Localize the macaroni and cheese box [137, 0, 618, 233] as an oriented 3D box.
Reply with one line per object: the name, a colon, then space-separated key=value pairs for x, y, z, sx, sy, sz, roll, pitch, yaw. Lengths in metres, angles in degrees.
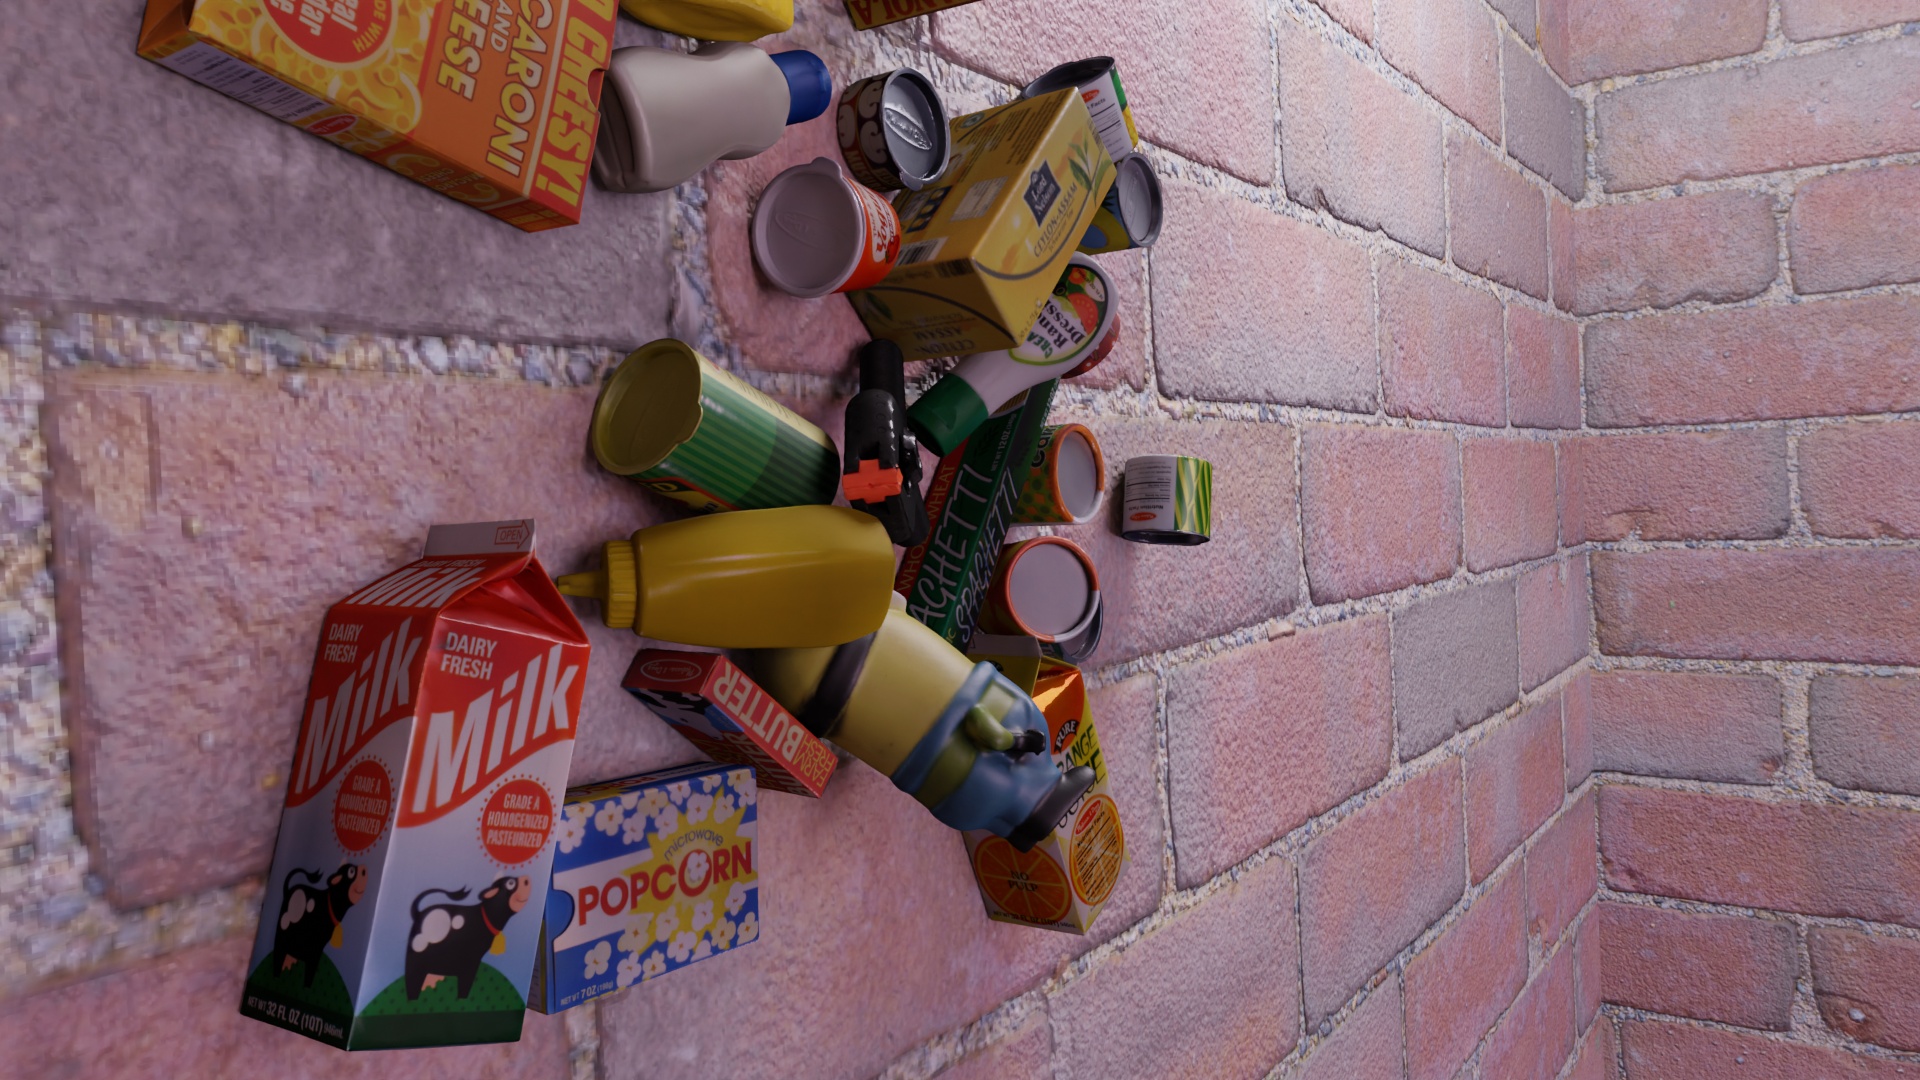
macaroni and cheese box: x=-0.213 y=-0.209 z=0.541 sx=0.166 sy=0.040 sz=0.124 roll=20 pitch=73 yaw=-53

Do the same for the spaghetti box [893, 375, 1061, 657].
spaghetti box: x=0.003 y=-0.010 z=0.833 sx=0.028 sy=0.050 sz=0.251 roll=49 pitch=51 yaw=-43

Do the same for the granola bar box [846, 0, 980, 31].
granola bar box: x=0.031 y=-0.340 z=0.787 sx=0.125 sy=0.165 sz=0.039 roll=-50 pitch=129 yaw=-43

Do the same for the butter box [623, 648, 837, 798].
butter box: x=-0.108 y=0.088 z=0.667 sx=0.103 sy=0.053 sz=0.024 roll=51 pitch=52 yaw=-41

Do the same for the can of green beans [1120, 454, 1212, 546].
can of green beans: x=0.154 y=-0.030 z=1.036 sx=0.071 sy=0.071 sz=0.058 roll=16 pitch=75 yaw=-54

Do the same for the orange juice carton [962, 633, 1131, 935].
orange juice carton: x=0.040 y=0.142 z=0.861 sx=0.073 sy=0.072 sz=0.192 roll=-41 pitch=121 yaw=-48

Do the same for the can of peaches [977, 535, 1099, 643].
can of peaches: x=0.043 y=0.030 z=0.862 sx=0.071 sy=0.058 sz=0.071 roll=2 pitch=84 yaw=-22

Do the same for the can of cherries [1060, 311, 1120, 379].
can of cherries: x=0.063 y=-0.147 z=0.912 sx=0.058 sy=0.071 sz=0.072 roll=46 pitch=53 yaw=-46

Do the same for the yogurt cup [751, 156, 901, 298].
yogurt cup: x=-0.067 y=-0.160 z=0.729 sx=0.054 sy=0.072 sz=0.072 roll=-13 pitch=100 yaw=-63

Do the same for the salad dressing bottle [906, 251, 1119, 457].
salad dressing bottle: x=0.030 y=-0.111 z=0.833 sx=0.148 sy=0.044 sz=0.064 roll=-44 pitch=97 yaw=-12

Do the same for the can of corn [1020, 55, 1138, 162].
can of corn: x=0.082 y=-0.289 z=0.946 sx=0.071 sy=0.071 sz=0.058 roll=-54 pitch=131 yaw=-41

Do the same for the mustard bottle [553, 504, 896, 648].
mustard bottle: x=-0.112 y=0.017 z=0.633 sx=0.160 sy=0.049 sz=0.065 roll=-1 pitch=127 yaw=-22

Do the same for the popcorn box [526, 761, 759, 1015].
popcorn box: x=-0.146 y=0.151 z=0.624 sx=0.127 sy=0.038 sz=0.085 roll=-1 pitch=91 yaw=-55

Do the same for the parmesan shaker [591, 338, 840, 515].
parmesan shaker: x=-0.111 y=-0.042 z=0.654 sx=0.103 sy=0.071 sz=0.071 roll=31 pitch=64 yaw=-50

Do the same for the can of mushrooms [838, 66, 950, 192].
can of mushrooms: x=-0.038 y=-0.233 z=0.799 sx=0.071 sy=0.033 sz=0.071 roll=3 pitch=86 yaw=-56

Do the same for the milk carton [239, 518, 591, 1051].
milk carton: x=-0.198 y=0.085 z=0.523 sx=0.073 sy=0.072 sz=0.191 roll=23 pitch=70 yaw=-52

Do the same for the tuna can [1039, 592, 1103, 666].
tuna can: x=0.066 y=0.052 z=0.935 sx=0.071 sy=0.033 sz=0.071 roll=3 pitch=86 yaw=-55

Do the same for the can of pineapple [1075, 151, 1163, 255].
can of pineapple: x=0.102 y=-0.237 z=0.976 sx=0.071 sy=0.058 sz=0.071 roll=4 pitch=85 yaw=-55

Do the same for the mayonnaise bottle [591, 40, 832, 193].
mayonnaise bottle: x=-0.119 y=-0.212 z=0.677 sx=0.149 sy=0.041 sz=0.064 roll=-37 pitch=121 yaw=-51

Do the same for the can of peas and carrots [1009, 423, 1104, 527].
can of peas and carrots: x=0.052 y=-0.044 z=0.897 sx=0.071 sy=0.058 sz=0.071 roll=4 pitch=86 yaw=-55
